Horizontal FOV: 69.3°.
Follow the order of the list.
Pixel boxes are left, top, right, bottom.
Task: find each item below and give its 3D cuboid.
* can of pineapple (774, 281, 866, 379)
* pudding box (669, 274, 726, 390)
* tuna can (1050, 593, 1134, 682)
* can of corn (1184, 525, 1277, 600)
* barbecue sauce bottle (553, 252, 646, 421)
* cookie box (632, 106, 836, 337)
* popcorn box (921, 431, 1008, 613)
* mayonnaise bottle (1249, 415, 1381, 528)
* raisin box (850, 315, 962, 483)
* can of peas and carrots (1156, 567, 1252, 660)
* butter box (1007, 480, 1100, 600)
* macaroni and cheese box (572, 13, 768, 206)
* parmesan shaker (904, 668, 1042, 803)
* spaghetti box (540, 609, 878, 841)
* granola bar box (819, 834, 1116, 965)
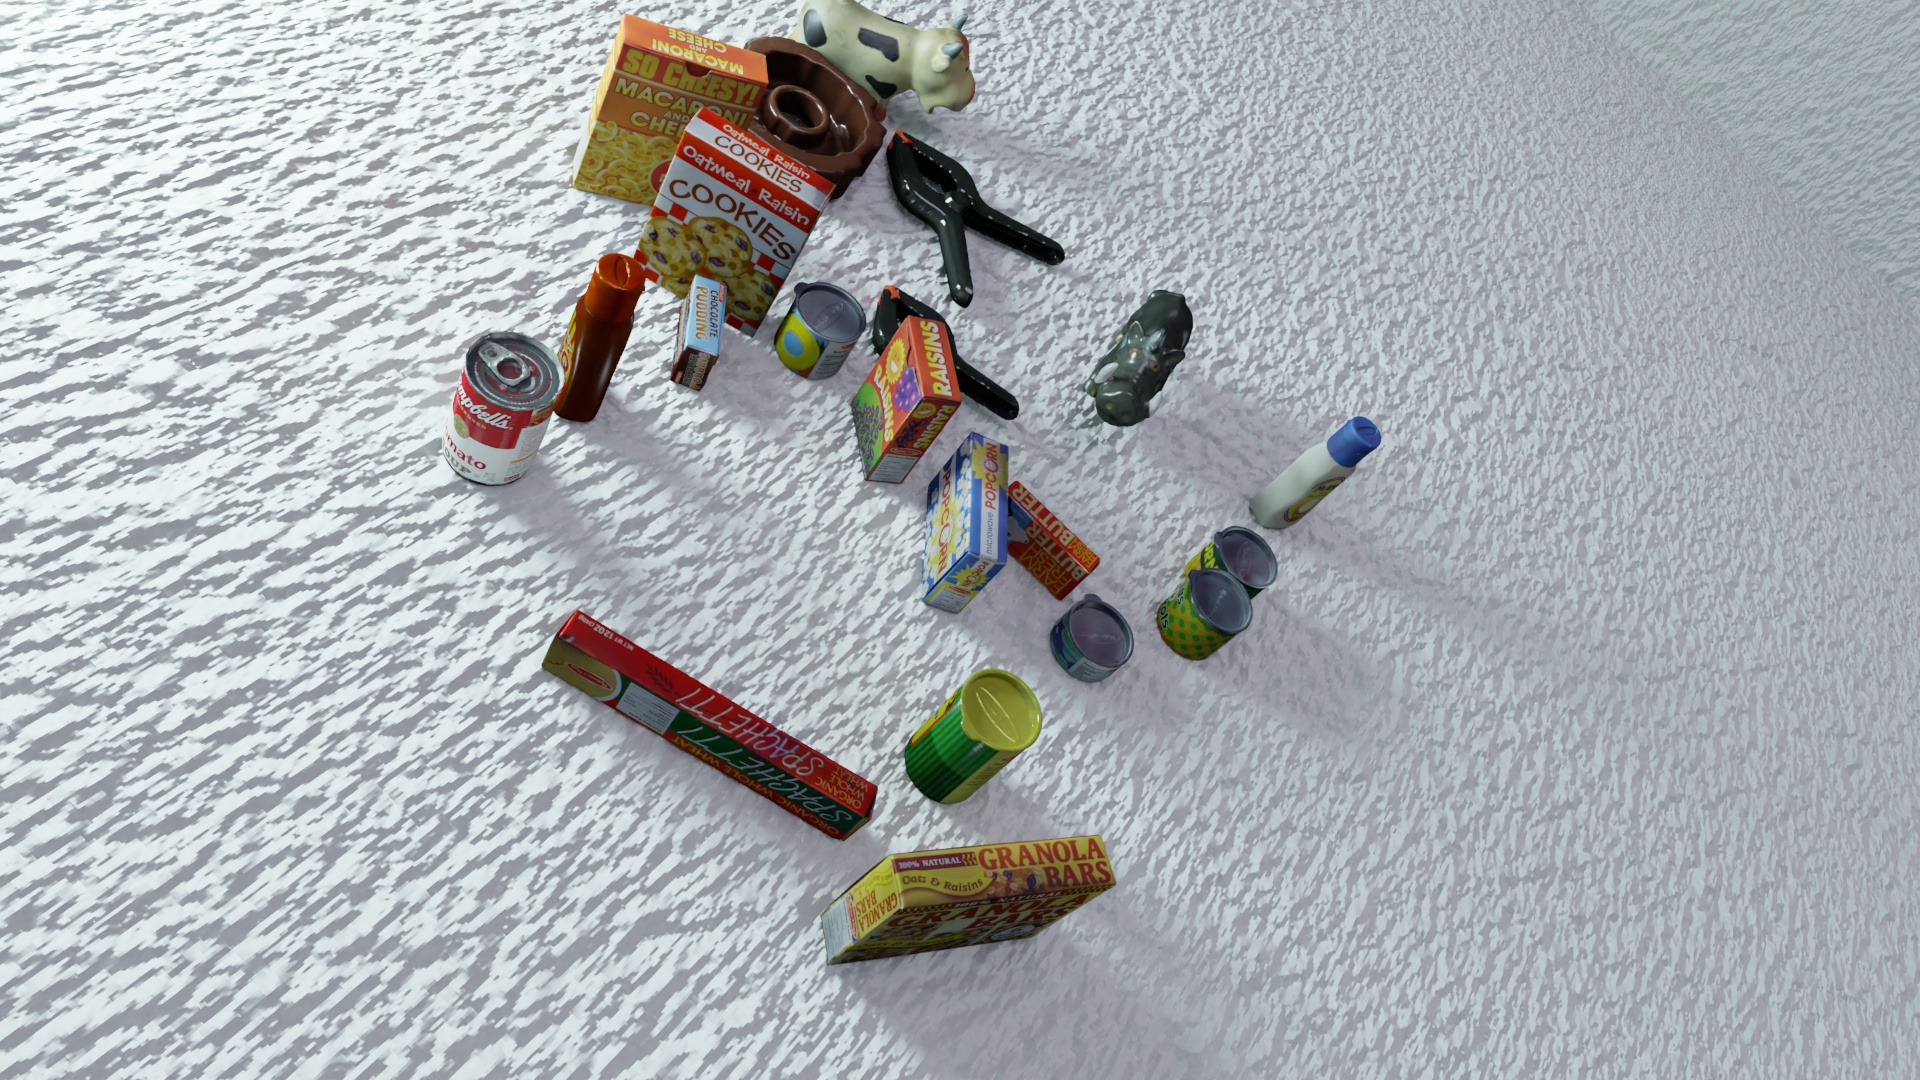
[{"bbox_3d":[-0.125,-0.185,1.219,0.071,0.057,0.071,16,52,-21],"label":"can of pineapple"},{"bbox_3d":[-0.218,-0.174,1.161,0.030,0.049,0.084,15,52,-22],"label":"pudding box"},{"bbox_3d":[0.112,0.084,1.189,0.071,0.032,0.071,16,52,-21],"label":"tuna can"},{"bbox_3d":[0.249,0.028,1.294,0.071,0.058,0.071,16,52,-21],"label":"can of corn"},{"bbox_3d":[-0.274,-0.155,1.047,0.044,0.147,0.065,8,56,-27],"label":"barbecue sauce bottle"},{"bbox_3d":[-0.193,-0.262,1.158,0.123,0.166,0.040,29,48,-11],"label":"cookie box"},{"bbox_3d":[0.004,-0.015,1.158,0.038,0.084,0.127,18,51,-20],"label":"popcorn box"},{"bbox_3d":[0.349,-0.065,1.359,0.065,0.147,0.041,-7,63,-34],"label":"mayonnaise bottle"},{"bbox_3d":[-0.048,-0.117,1.173,0.040,0.122,0.086,6,56,-28],"label":"raisin box"},{"bbox_3d":[0.217,0.065,1.248,0.071,0.058,0.071,16,52,-21],"label":"can of peas and carrots"},{"bbox_3d":[0.068,0.000,1.208,0.103,0.053,0.024,43,47,3],"label":"butter box"},{"bbox_3d":[-0.251,-0.357,1.191,0.124,0.165,0.040,8,55,-26],"label":"macaroni and cheese box"},{"bbox_3d":[0.006,0.148,1.033,0.071,0.102,0.071,16,52,-21],"label":"parmesan shaker"},{"bbox_3d":[-0.173,0.132,0.972,0.250,0.050,0.029,32,48,-8],"label":"spaghetti box"},{"bbox_3d":[0.003,0.245,0.950,0.166,0.123,0.039,2,58,-30],"label":"granola bar box"}]
